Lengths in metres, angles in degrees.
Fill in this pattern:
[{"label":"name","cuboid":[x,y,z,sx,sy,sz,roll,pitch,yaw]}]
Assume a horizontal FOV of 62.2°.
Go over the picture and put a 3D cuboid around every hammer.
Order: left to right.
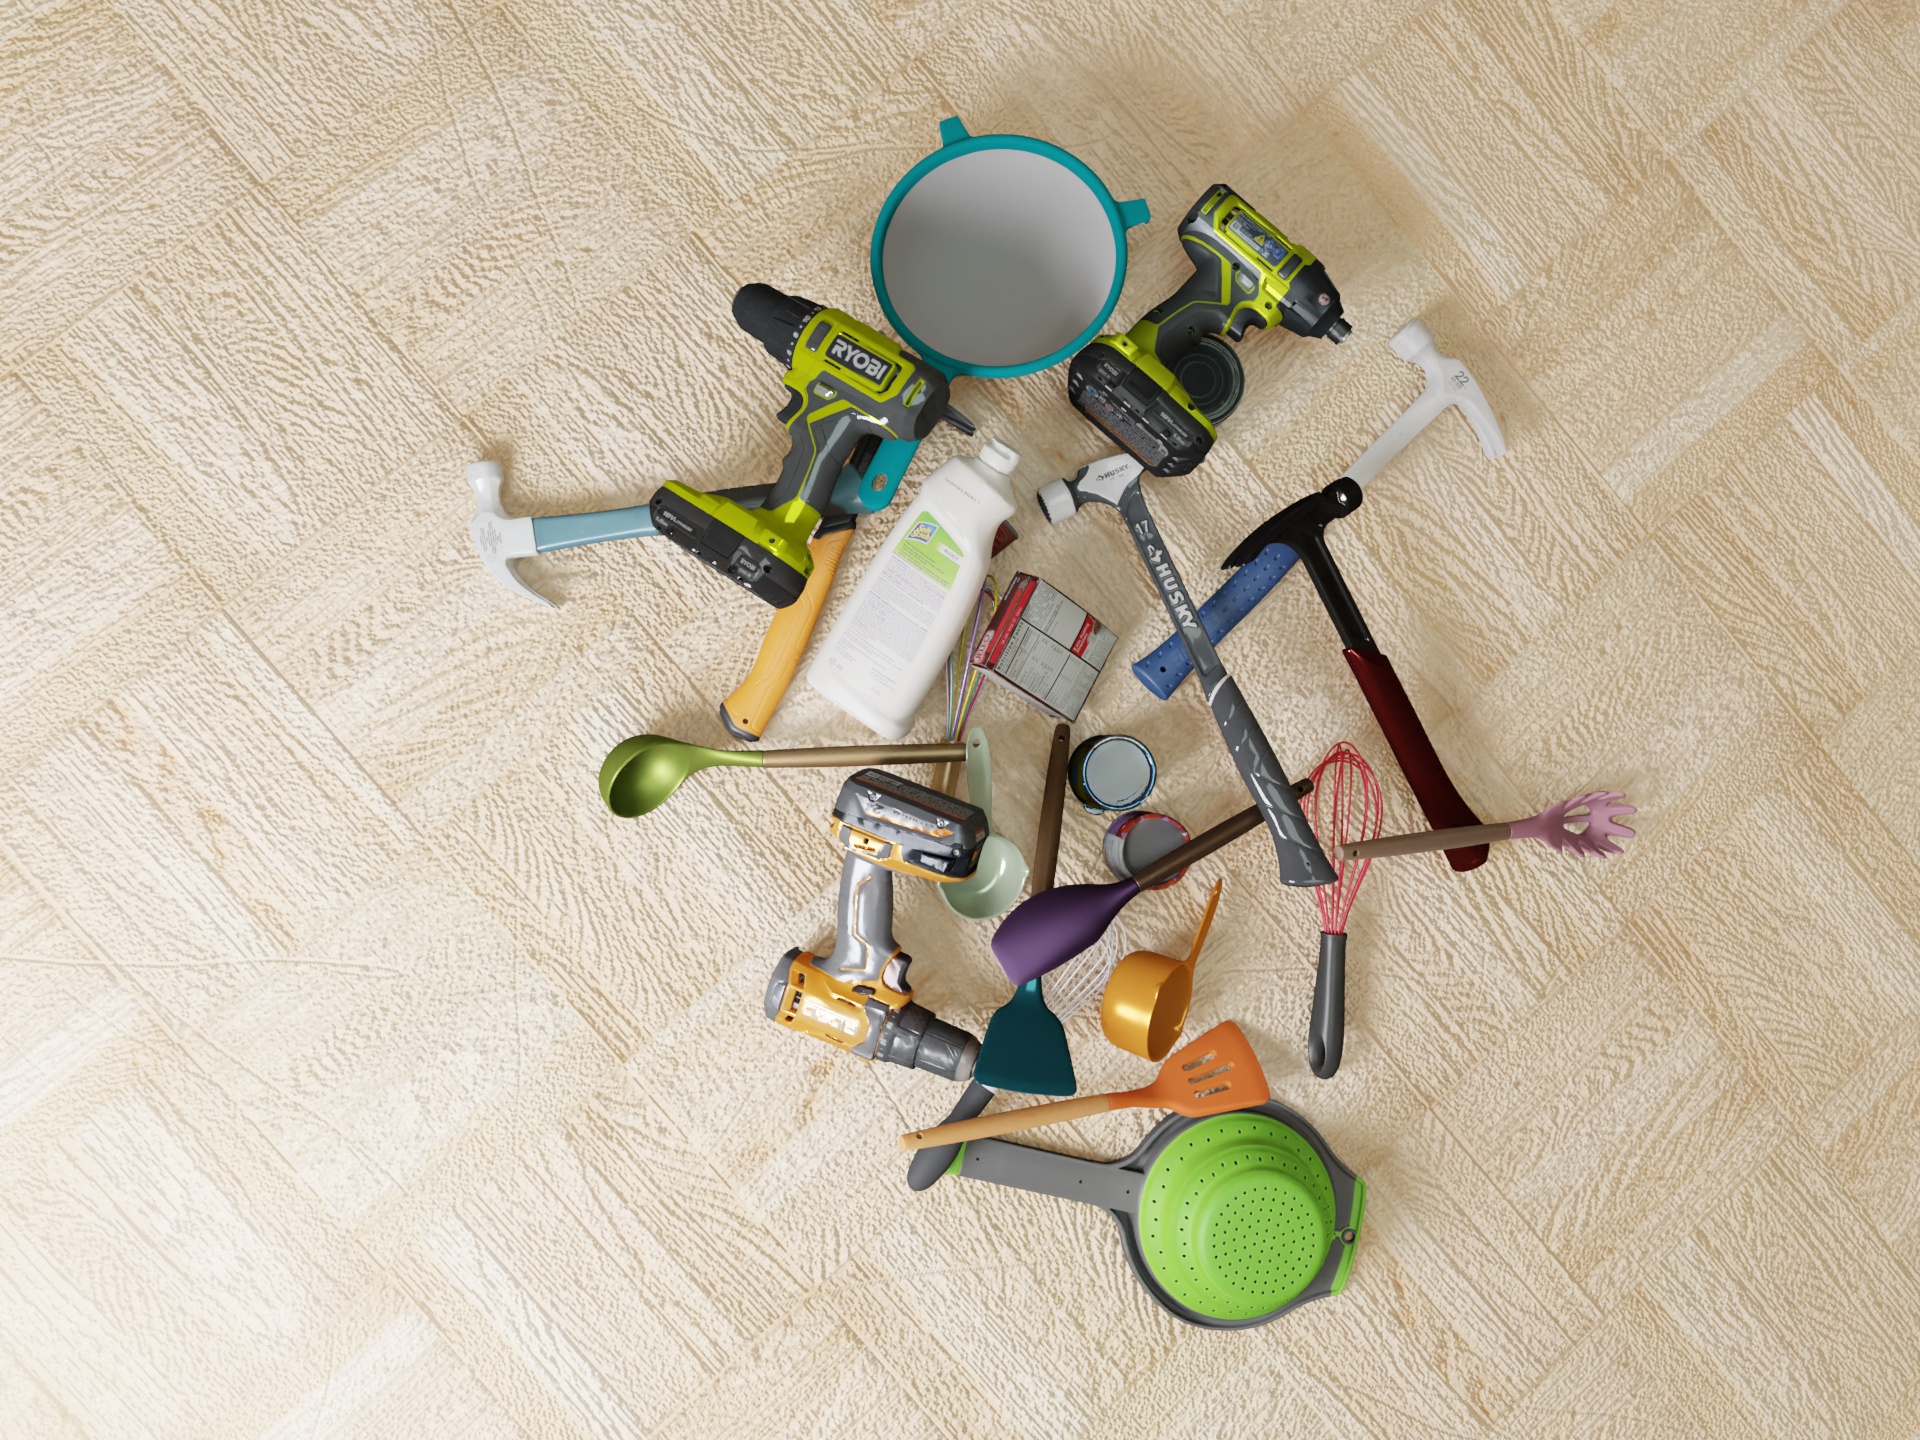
[{"label":"hammer","cuboid":[-0.237,-0.170,1.315,0.331,0.033,0.128,-8,90,1]},{"label":"hammer","cuboid":[-0.109,-0.135,1.348,0.127,0.034,0.337,25,85,-5]},{"label":"hammer","cuboid":[0.214,-0.046,1.341,0.149,0.036,0.409,-24,80,-3]},{"label":"hammer","cuboid":[0.311,-0.168,1.400,0.405,0.035,0.144,-45,93,-6]},{"label":"hammer","cuboid":[0.357,-0.021,1.366,0.149,0.037,0.359,-35,103,-25]}]

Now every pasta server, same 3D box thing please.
[{"label":"pasta server","cuboid":[0.454,0.099,1.367,0.316,0.040,0.060,-4,98,-26]}]

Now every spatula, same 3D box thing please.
[{"label":"spatula","cuboid":[0.069,0.149,1.313,0.082,0.044,0.318,8,71,-1]},{"label":"spatula","cuboid":[0.102,0.317,1.322,0.322,0.041,0.081,-5,51,-23]},{"label":"spatula","cuboid":[0.164,0.122,1.315,0.316,0.018,0.060,-27,81,-17]}]

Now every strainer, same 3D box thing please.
[{"label":"strainer","cuboid":[0.005,-0.318,1.334,0.211,0.095,0.340,26,85,7]}]

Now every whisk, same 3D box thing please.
[{"label":"whisk","cuboid":[-0.002,-0.004,1.348,0.047,0.051,0.245,13,92,36]},{"label":"whisk","cuboid":[0.042,0.272,1.332,0.070,0.070,0.284,38,82,-5]},{"label":"whisk","cuboid":[0.326,0.165,1.382,0.073,0.073,0.296,3,93,-7]}]

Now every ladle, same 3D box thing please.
[{"label":"ladle","cuboid":[-0.136,0.040,1.311,0.320,0.078,0.062,-2,49,-3]}]

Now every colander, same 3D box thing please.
[{"label":"colander","cuboid":[0.163,0.406,1.332,0.397,0.094,0.204,14,86,-7]}]

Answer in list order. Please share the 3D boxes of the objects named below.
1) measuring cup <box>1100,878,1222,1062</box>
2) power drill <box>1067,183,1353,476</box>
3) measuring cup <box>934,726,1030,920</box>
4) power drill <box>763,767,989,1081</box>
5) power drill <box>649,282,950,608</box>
[{"label":"measuring cup","cuboid":[0.172,0.204,1.358,0.052,0.095,0.174,13,62,28]},{"label":"power drill","cuboid":[0.212,-0.320,1.338,0.171,0.080,0.223,41,79,0]},{"label":"measuring cup","cuboid":[0.012,0.084,1.334,0.083,0.038,0.167,-7,104,-19]},{"label":"power drill","cuboid":[-0.045,0.173,1.285,0.185,0.084,0.226,21,102,12]},{"label":"power drill","cuboid":[-0.143,-0.223,1.257,0.190,0.080,0.228,32,88,13]}]
